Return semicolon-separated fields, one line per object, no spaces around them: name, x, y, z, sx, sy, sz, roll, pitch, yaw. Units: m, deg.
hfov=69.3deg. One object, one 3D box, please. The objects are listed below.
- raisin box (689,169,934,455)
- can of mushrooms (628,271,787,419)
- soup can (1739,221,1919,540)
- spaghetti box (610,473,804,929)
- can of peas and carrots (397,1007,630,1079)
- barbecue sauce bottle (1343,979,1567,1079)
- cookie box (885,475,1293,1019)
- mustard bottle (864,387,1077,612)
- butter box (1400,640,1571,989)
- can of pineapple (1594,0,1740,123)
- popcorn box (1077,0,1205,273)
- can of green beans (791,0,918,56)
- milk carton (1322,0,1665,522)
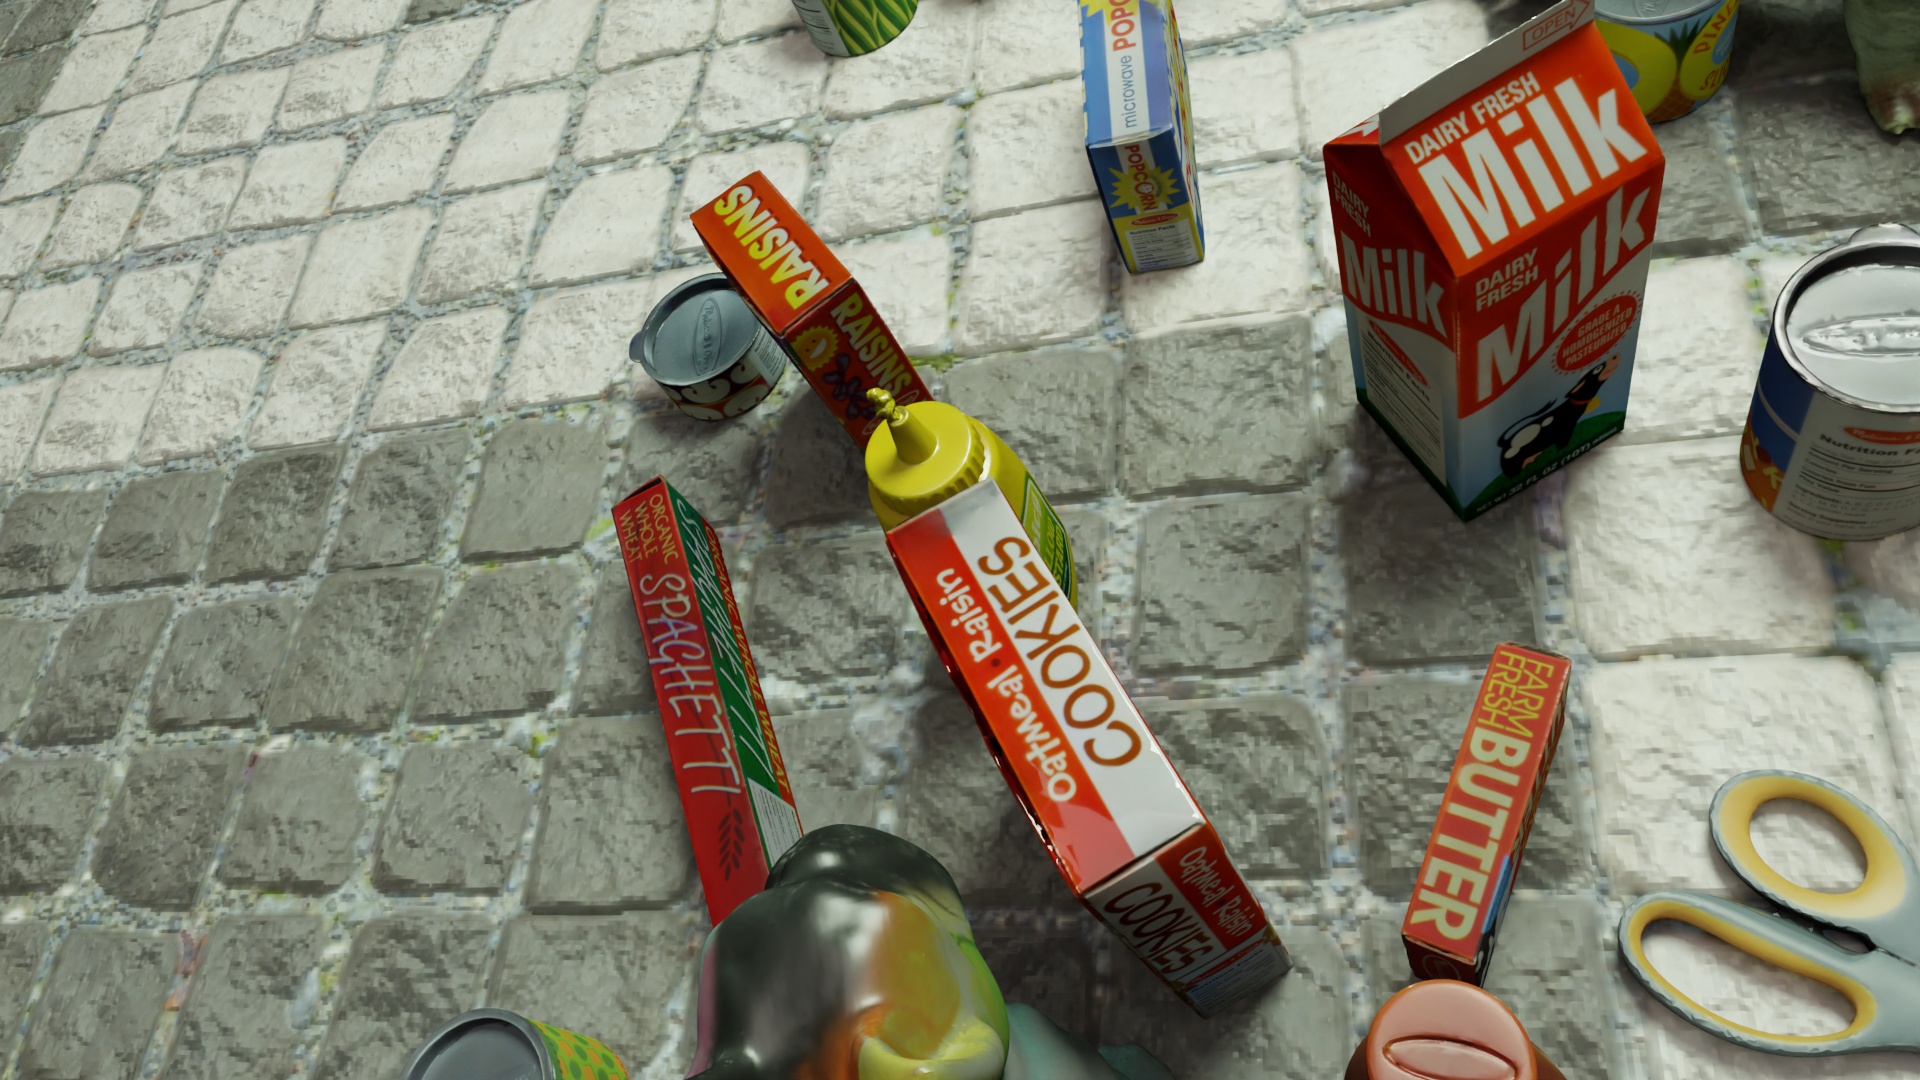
raisin box;-0.055;-0.085;0.586;0.040;0.123;0.086;-37;56;-1
can of mushrooms;-0.121;-0.093;0.670;0.071;0.033;0.071;-9;59;16
soup can;0.297;-0.050;0.455;0.071;0.083;0.071;-9;59;16
spaghetti box;-0.092;0.082;0.549;0.028;0.050;0.251;-27;56;5
can of peas and carrots;-0.158;0.209;0.497;0.071;0.058;0.071;-9;59;16
barbecue sauce bottle;0.131;0.149;0.366;0.065;0.148;0.044;3;64;23
cookie box;0.043;0.071;0.432;0.040;0.167;0.123;-32;56;2
mustard bottle;0.002;-0.006;0.497;0.049;0.159;0.065;-3;62;20
butter box;0.169;0.089;0.444;0.024;0.053;0.104;16;69;28
can of pineapple;0.284;-0.214;0.569;0.071;0.057;0.071;-9;59;16
popcorn box;0.080;-0.195;0.620;0.038;0.085;0.127;-9;59;16
can of green beans;-0.063;-0.308;0.756;0.071;0.057;0.071;-9;59;16
milk carton;0.175;-0.093;0.462;0.072;0.190;0.074;-31;56;2
